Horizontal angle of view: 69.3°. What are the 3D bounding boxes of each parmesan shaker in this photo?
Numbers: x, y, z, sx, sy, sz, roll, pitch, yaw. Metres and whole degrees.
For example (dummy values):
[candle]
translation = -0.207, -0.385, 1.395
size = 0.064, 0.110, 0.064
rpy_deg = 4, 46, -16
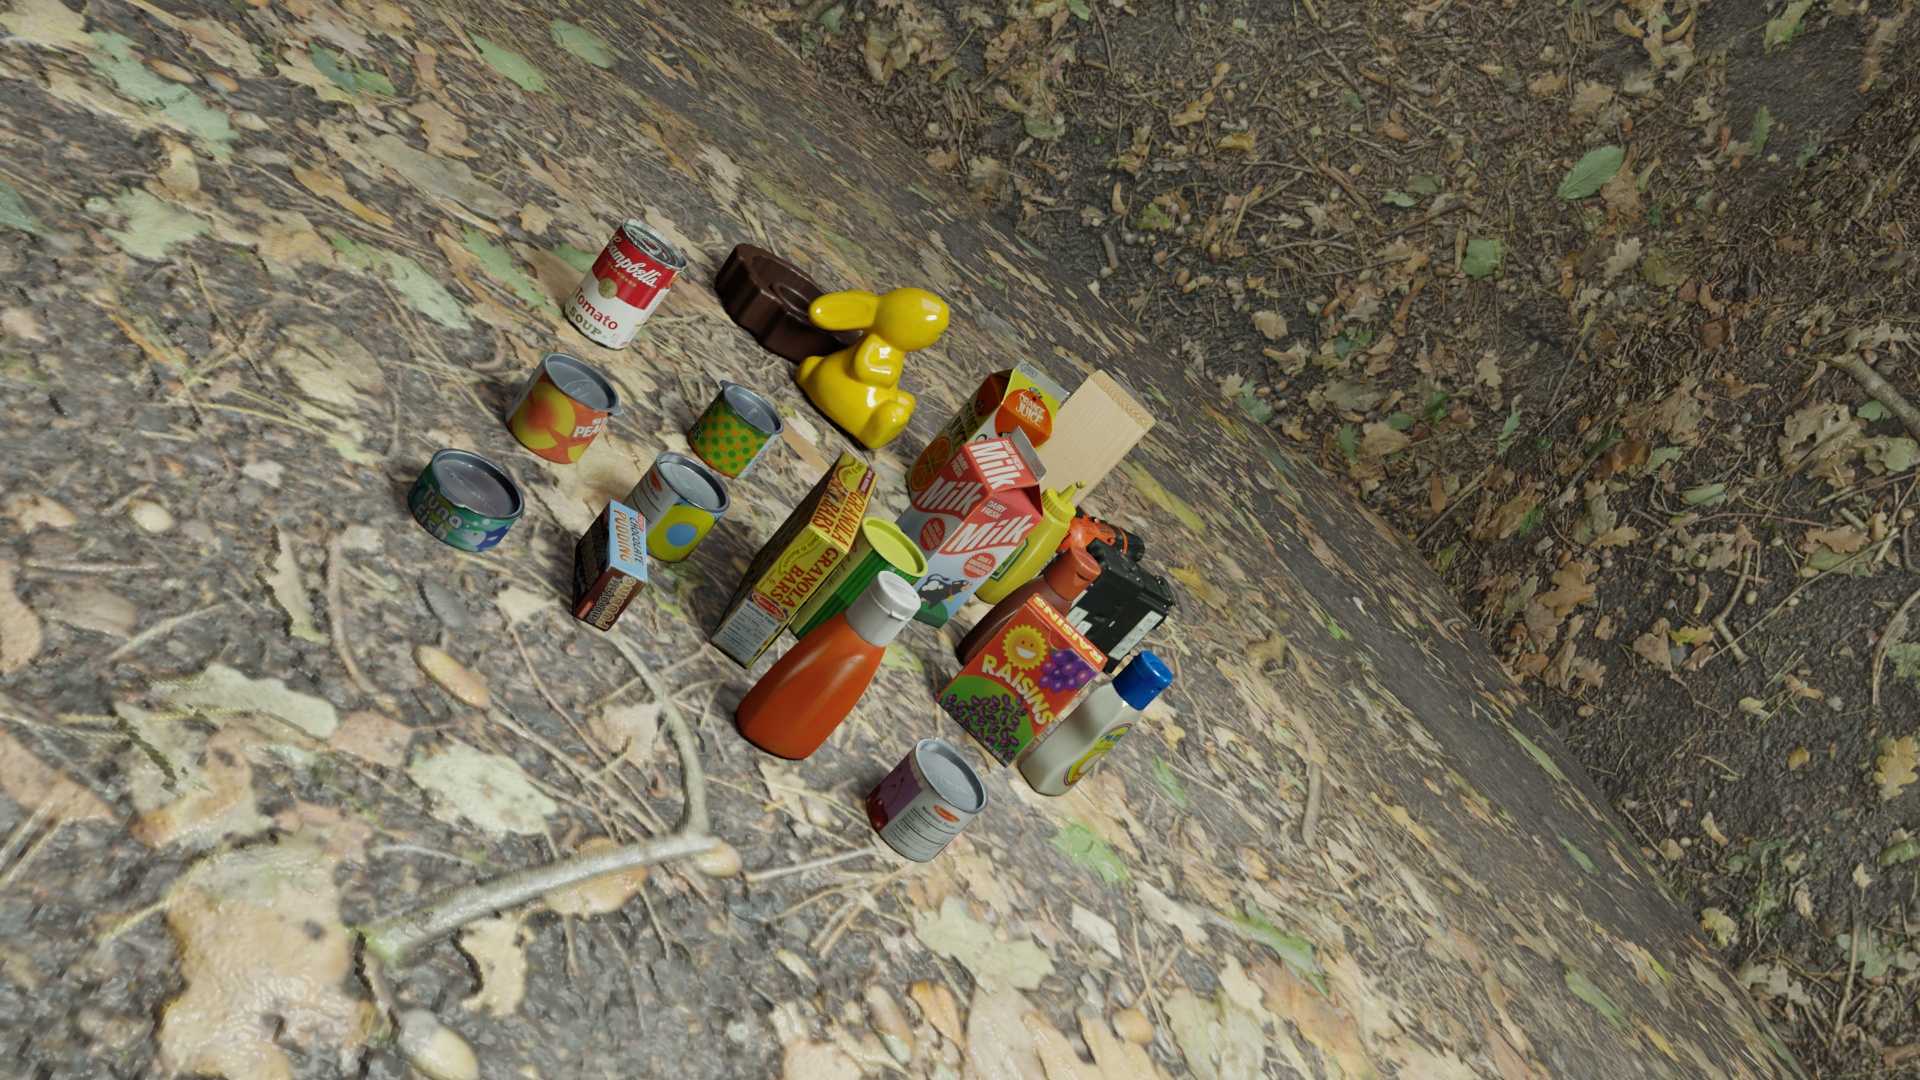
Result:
[parmesan shaker]
translation = -0.084, 0.038, 1.113
size = 0.071, 0.102, 0.071
rpy_deg = 36, 20, -16

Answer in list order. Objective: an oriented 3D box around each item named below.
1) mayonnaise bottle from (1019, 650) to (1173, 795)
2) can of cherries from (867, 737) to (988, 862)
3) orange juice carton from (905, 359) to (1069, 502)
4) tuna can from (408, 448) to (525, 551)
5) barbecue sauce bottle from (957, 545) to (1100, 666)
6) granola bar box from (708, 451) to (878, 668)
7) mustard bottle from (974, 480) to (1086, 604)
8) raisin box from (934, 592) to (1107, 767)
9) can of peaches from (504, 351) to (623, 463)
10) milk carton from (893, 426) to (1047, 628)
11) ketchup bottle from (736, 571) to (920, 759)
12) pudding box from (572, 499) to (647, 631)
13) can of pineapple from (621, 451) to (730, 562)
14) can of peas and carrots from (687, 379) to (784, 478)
[mayonnaise bottle]
translation = 0.118, 0.155, 1.178
size = 0.065, 0.147, 0.041
rpy_deg = 12, 36, -55
[can of cherries]
translation = -0.024, 0.184, 0.989
size = 0.071, 0.058, 0.072
rpy_deg = 36, 20, -16
[orange juice carton]
translation = 0.030, -0.106, 1.490
size = 0.072, 0.192, 0.073
rpy_deg = 32, 22, -26
[tuna can]
translation = -0.323, -0.025, 0.904
size = 0.071, 0.032, 0.071
rpy_deg = 36, 20, -16
[barbecue sauce bottle]
translation = 0.066, 0.067, 1.263
size = 0.065, 0.148, 0.044
rpy_deg = 32, 22, -26
[granola bar box]
translation = -0.124, 0.011, 1.065
size = 0.039, 0.124, 0.166
rpy_deg = 38, 20, -11
[mustard bottle]
translation = 0.069, -0.007, 1.406
size = 0.049, 0.159, 0.065
rpy_deg = 14, 34, -53
[raisin box]
translation = 0.051, 0.117, 1.170
size = 0.086, 0.123, 0.040
rpy_deg = 44, 19, 5
[can of peaches]
translation = -0.302, -0.099, 1.059
size = 0.071, 0.058, 0.071
rpy_deg = 36, 20, -16
[milk carton]
translation = 0.004, -0.016, 1.260
size = 0.073, 0.190, 0.072
rpy_deg = 24, 26, -41
[ketchup bottle]
translation = -0.086, 0.085, 0.946
size = 0.064, 0.148, 0.044
rpy_deg = 28, 24, -34
[pudding box]
translation = -0.239, 0.016, 0.950
size = 0.030, 0.049, 0.084
rpy_deg = 31, 23, -29
[can of pineapple]
translation = -0.218, -0.025, 1.061
size = 0.071, 0.057, 0.071
rpy_deg = 36, 20, -16
[can of peas and carrots]
translation = -0.203, -0.099, 1.242
size = 0.071, 0.058, 0.071
rpy_deg = 36, 20, -16
